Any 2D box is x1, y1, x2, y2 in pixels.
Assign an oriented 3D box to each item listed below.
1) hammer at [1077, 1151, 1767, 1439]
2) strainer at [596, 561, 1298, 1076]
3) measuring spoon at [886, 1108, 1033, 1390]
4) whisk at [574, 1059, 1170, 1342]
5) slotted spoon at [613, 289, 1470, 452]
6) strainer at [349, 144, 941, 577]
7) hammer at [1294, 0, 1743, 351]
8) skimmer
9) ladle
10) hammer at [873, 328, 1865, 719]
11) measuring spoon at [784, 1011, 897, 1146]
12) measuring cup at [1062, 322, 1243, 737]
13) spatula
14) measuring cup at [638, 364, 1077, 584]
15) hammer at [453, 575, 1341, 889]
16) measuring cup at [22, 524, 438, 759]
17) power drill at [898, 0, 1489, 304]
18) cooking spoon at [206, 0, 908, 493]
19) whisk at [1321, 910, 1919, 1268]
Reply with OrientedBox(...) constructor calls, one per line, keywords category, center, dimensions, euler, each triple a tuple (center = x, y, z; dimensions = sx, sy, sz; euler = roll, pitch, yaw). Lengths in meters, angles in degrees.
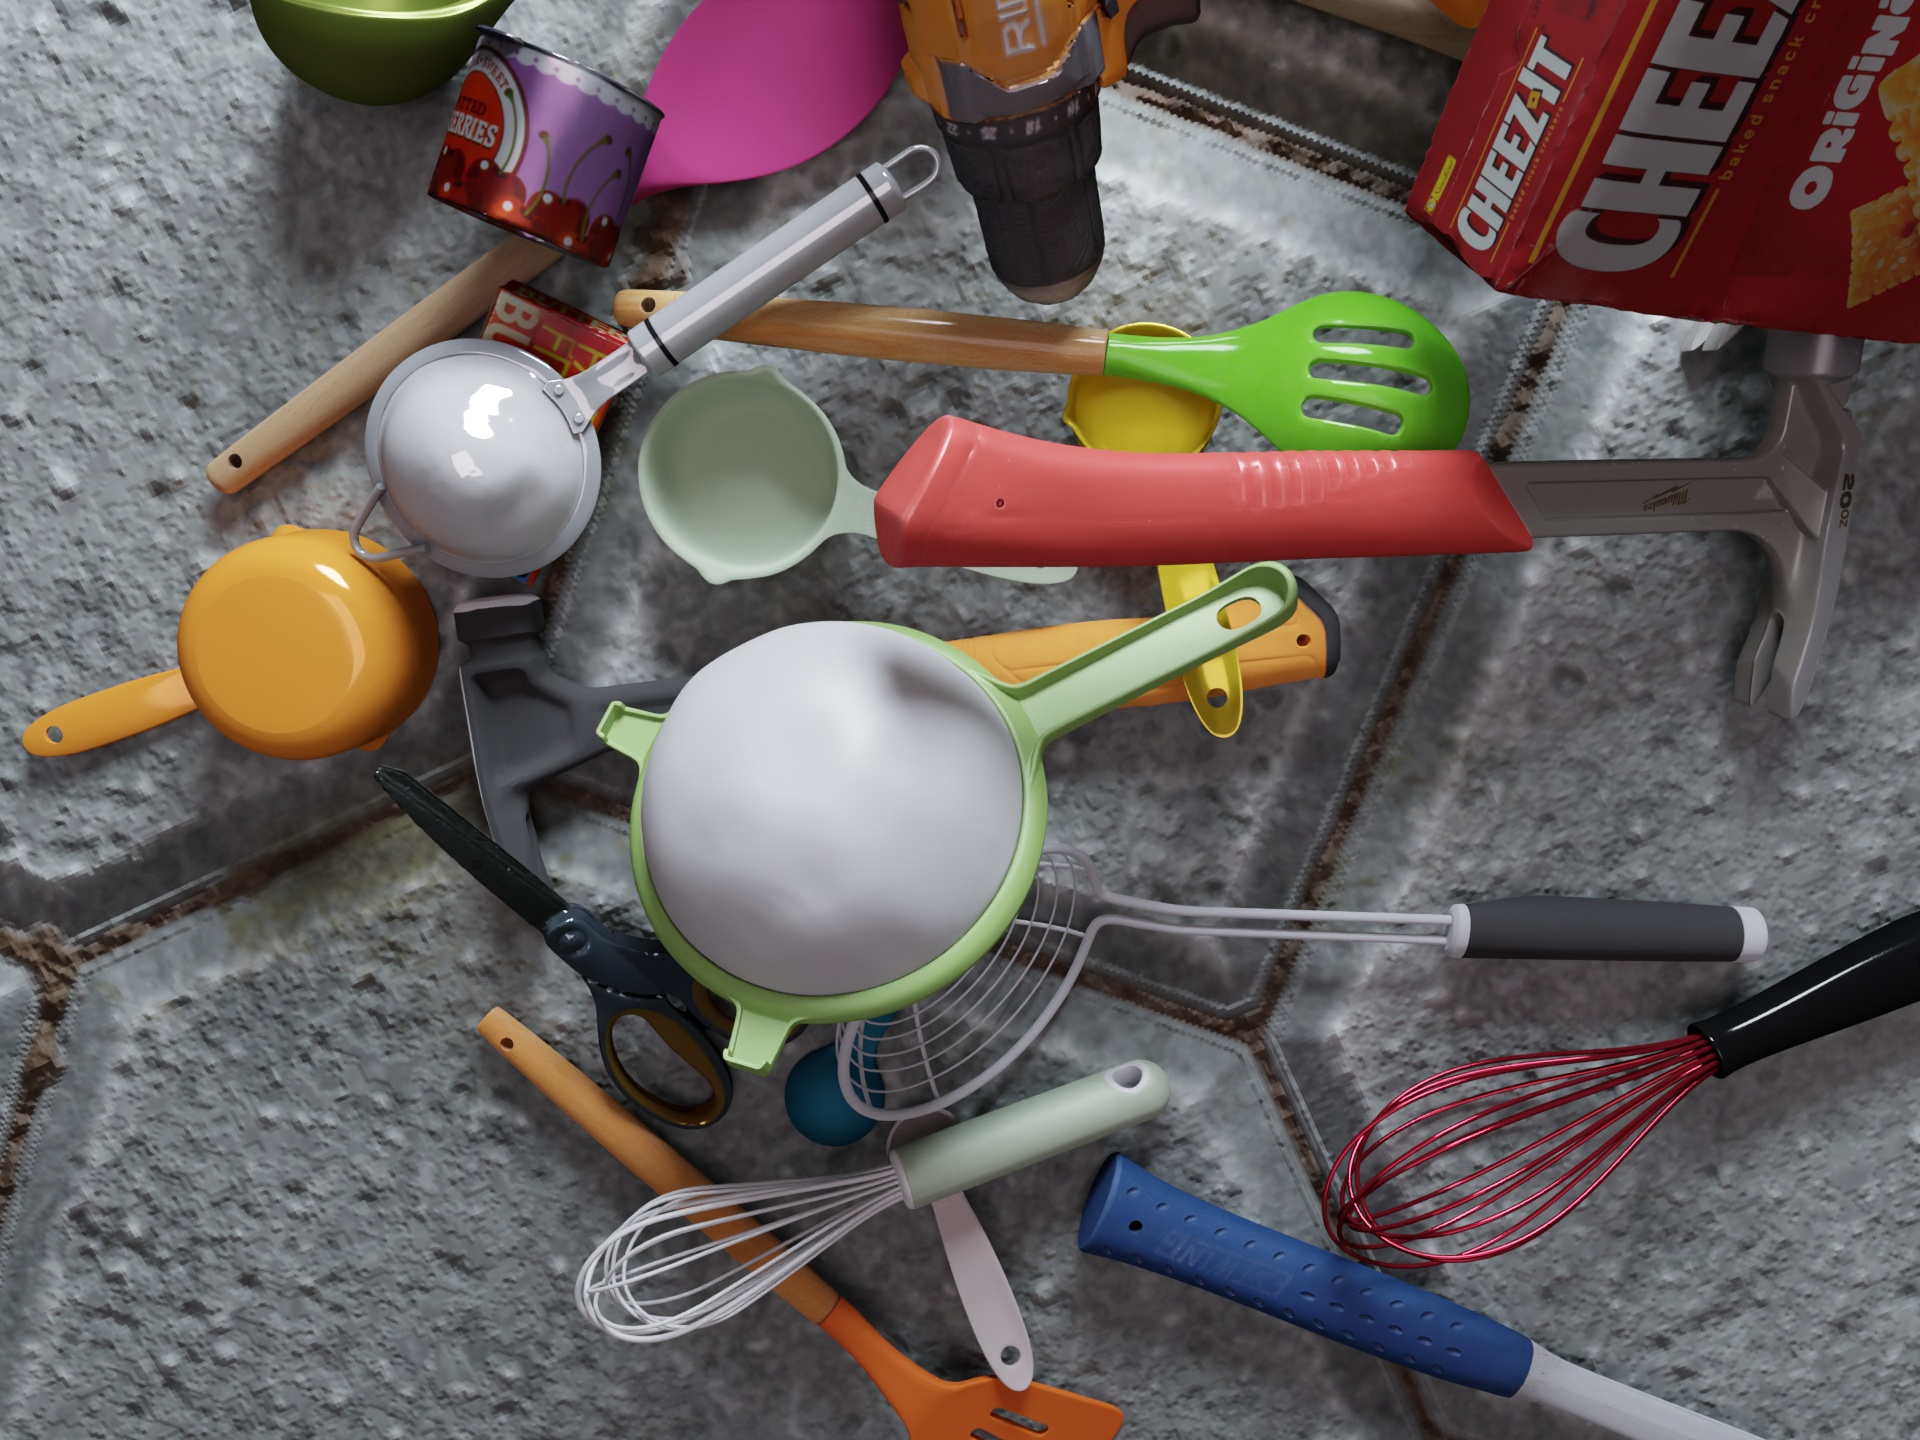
OrientedBox(category="hammer", center=(0.240, 0.279, 0.662), dimensions=(0.405, 0.035, 0.144), euler=(22, 99, -3))
OrientedBox(category="strainer", center=(-0.001, -0.002, 0.538), dimensions=(0.256, 0.069, 0.152), euler=(-26, 64, -1))
OrientedBox(category="measuring spoon", center=(0.002, 0.217, 0.656), dimensions=(0.034, 0.018, 0.124), euler=(-22, 91, -9))
OrientedBox(category="whisk", center=(-0.030, 0.184, 0.625), dimensions=(0.246, 0.058, 0.059), euler=(-18, 122, -12))
OrientedBox(category="slotted spoon", center=(0.027, -0.133, 0.574), dimensions=(0.314, 0.031, 0.070), euler=(7, 86, 6))
OrientedBox(category="strainer", center=(-0.116, -0.128, 0.562), dimensions=(0.258, 0.050, 0.086), euler=(-33, 104, 4))
OrientedBox(category="hammer", center=(0.122, -0.267, 0.571), dimensions=(0.410, 0.038, 0.146), euler=(20, 101, -2))
OrientedBox(category="skimmer", center=(0.136, 0.101, 0.606), dimensions=(0.363, 0.090, 0.127), euler=(1, 130, -2))
OrientedBox(category="ladle", center=(-0.100, -0.307, 0.536), dimensions=(0.320, 0.078, 0.062), euler=(-28, 122, 11))
OrientedBox(category="hammer", center=(0.148, -0.064, 0.538), dimensions=(0.359, 0.037, 0.149), euler=(-4, 108, -17))
OrientedBox(category="measuring spoon", center=(-0.035, 0.119, 0.645), dimensions=(0.042, 0.021, 0.128), euler=(24, 100, -3))
OrientedBox(category="measuring cup", center=(0.080, -0.070, 0.594), dimensions=(0.062, 0.029, 0.156), euler=(-13, 87, 3))
OrientedBox(category="spatula", center=(-0.073, 0.227, 0.665), dimensions=(0.322, 0.041, 0.081), euler=(41, 96, -2))
OrientedBox(category="measuring cup", center=(-0.037, -0.081, 0.605), dimensions=(0.167, 0.038, 0.083), euler=(15, 99, -4))
OrientedBox(category="hammer", center=(-0.022, -0.005, 0.618), dimensions=(0.337, 0.034, 0.127), euler=(-7, 99, 2))
OrientedBox(category="measuring cup", center=(-0.291, -0.015, 0.610), dimensions=(0.173, 0.052, 0.095), euler=(-19, 99, 2))
OrientedBox(category="power drill", center=(0.090, -0.239, 0.500), dimensions=(0.226, 0.084, 0.185), euler=(-18, 136, -1))
OrientedBox(category="cooking spoon", center=(-0.156, -0.181, 0.598), dimensions=(0.319, 0.017, 0.068), euler=(-34, 99, 5))
OrientedBox(category="whisk", center=(0.278, 0.140, 0.630), dimensions=(0.296, 0.073, 0.073), euler=(-24, 99, -2))
